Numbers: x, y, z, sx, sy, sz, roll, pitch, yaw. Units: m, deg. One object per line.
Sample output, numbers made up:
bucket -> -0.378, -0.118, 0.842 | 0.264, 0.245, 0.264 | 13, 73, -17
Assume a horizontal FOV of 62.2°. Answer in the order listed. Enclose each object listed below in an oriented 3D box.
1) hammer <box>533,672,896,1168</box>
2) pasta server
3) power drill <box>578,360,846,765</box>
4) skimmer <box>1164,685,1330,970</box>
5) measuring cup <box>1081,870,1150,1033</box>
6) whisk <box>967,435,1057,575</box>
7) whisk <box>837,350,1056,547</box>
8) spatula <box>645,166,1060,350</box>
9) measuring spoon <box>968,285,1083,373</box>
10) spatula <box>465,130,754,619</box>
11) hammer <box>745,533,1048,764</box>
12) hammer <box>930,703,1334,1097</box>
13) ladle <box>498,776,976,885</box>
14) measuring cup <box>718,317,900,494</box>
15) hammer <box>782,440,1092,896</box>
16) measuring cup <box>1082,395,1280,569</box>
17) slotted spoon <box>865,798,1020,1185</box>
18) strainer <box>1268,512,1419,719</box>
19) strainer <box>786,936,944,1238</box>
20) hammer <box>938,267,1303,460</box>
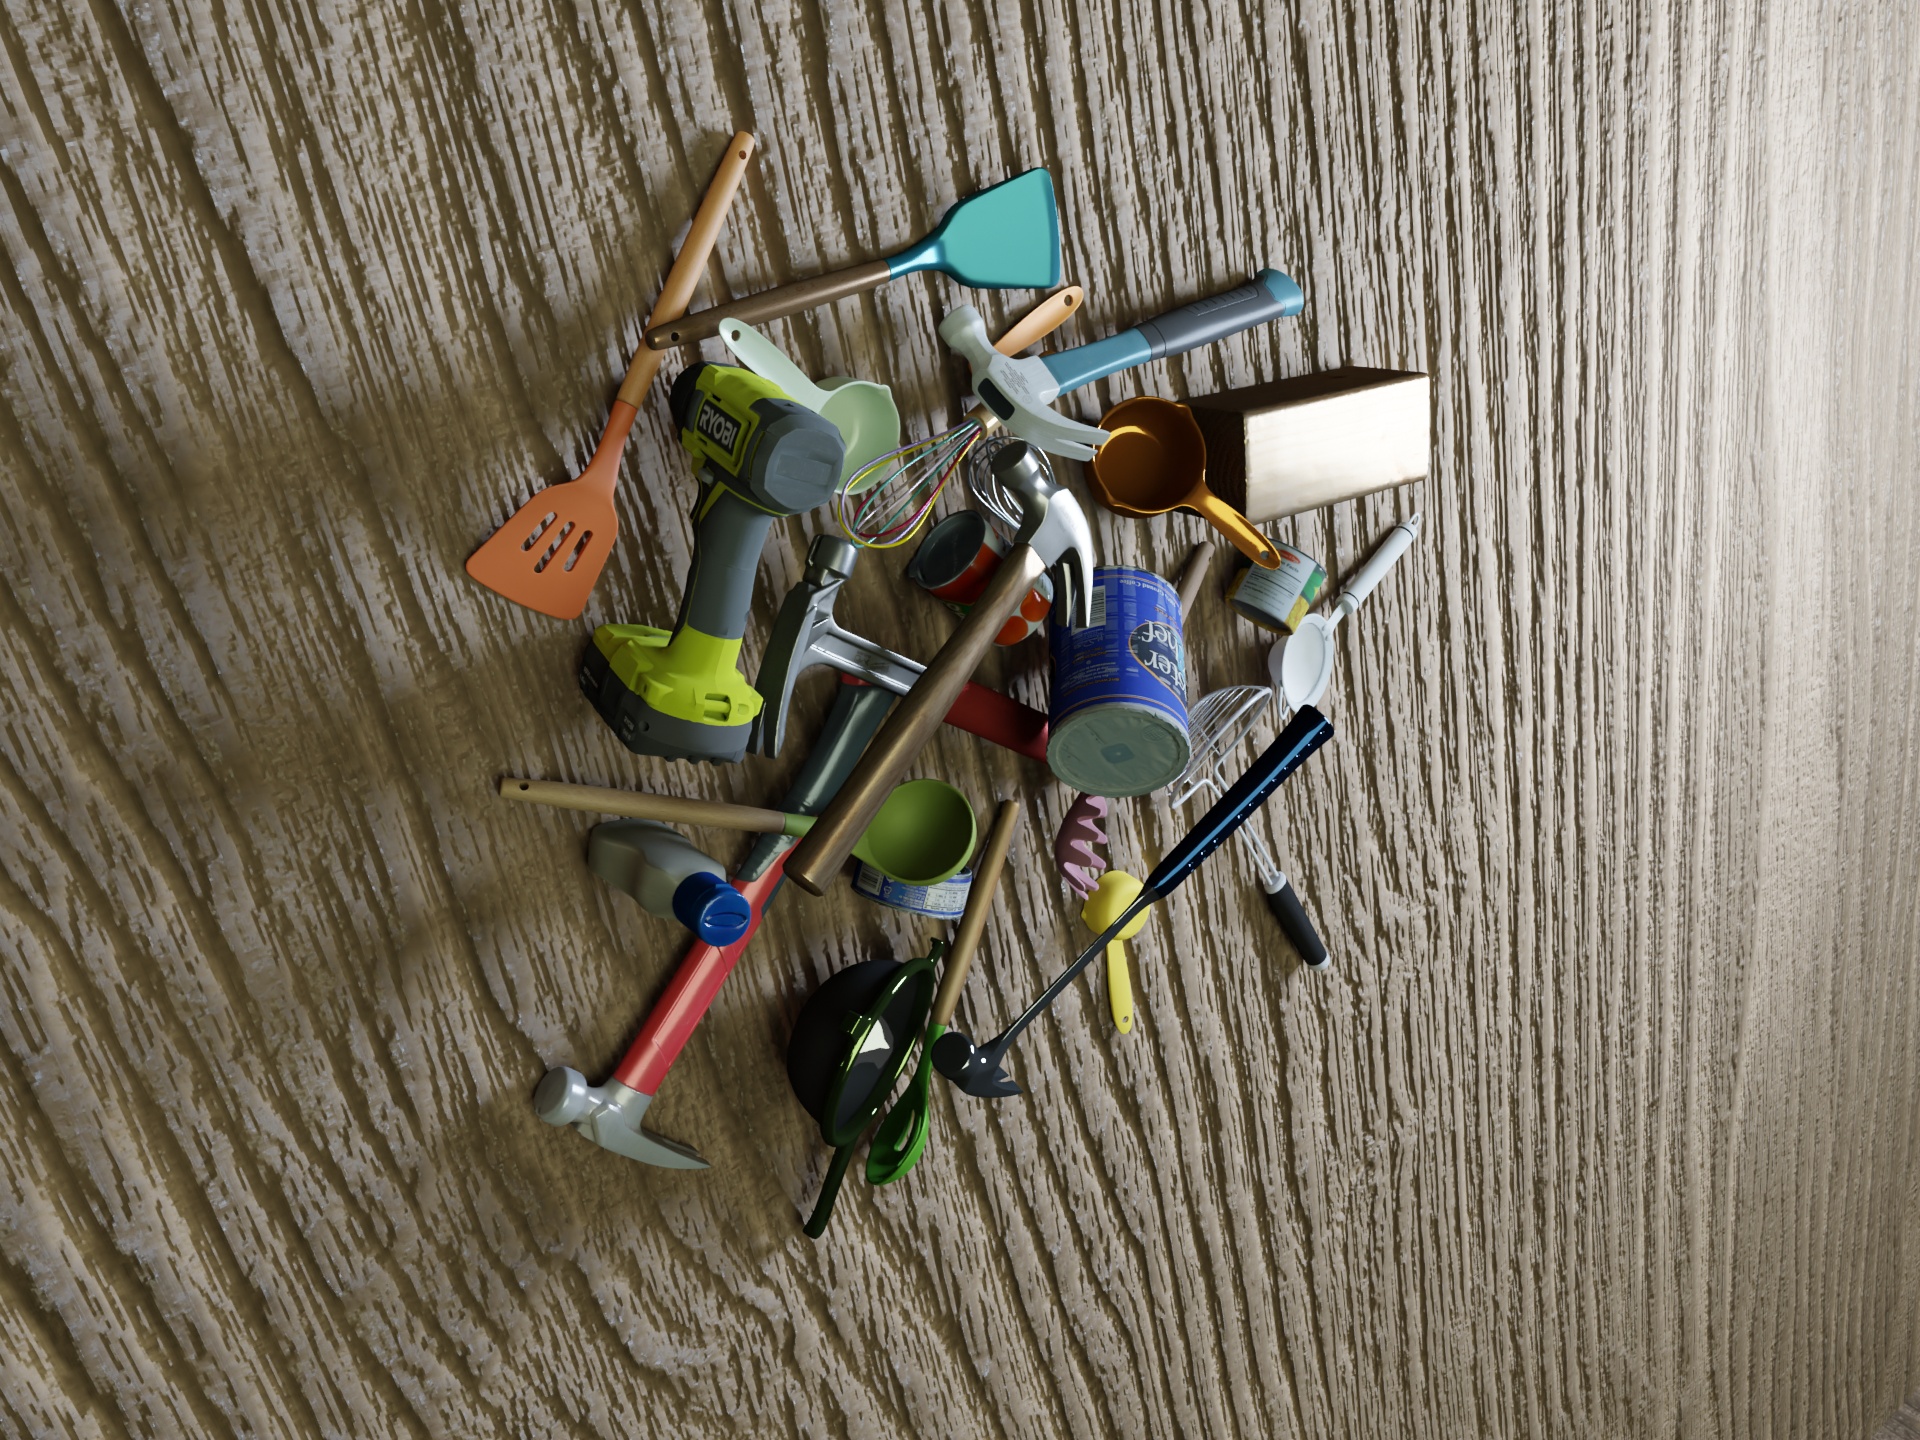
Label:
hammer -> -0.140, 0.132, 1.125 | 0.143, 0.038, 0.386 | 36, 82, -39
pasta server -> 0.142, -0.008, 1.243 | 0.316, 0.040, 0.060 | -63, 160, -20
power drill -> -0.156, -0.101, 0.966 | 0.080, 0.171, 0.223 | 7, 111, -37
skimmer -> 0.271, 0.112, 1.379 | 0.127, 0.090, 0.362 | -45, 125, -16
measuring cup -> 0.140, 0.203, 1.351 | 0.062, 0.029, 0.156 | -20, 113, -29
whisk -> 0.079, -0.122, 1.203 | 0.059, 0.058, 0.246 | -27, 129, 13
whisk -> 0.000, -0.188, 1.095 | 0.245, 0.047, 0.051 | -45, 148, -34
spatula -> -0.063, -0.287, 1.034 | 0.317, 0.044, 0.082 | -28, 123, -33
measuring spoon -> 0.047, -0.282, 1.149 | 0.117, 0.011, 0.021 | -41, 120, -23
spatula -> -0.201, -0.218, 0.983 | 0.081, 0.041, 0.322 | 27, 84, -39
hammer -> -0.002, -0.004, 1.143 | 0.358, 0.037, 0.149 | 23, 82, -47
hammer -> 0.143, 0.143, 1.250 | 0.405, 0.035, 0.144 | -44, 152, -6
ladle -> -0.140, 0.060, 1.053 | 0.320, 0.062, 0.078 | 9, 61, -23
measuring cup -> -0.107, -0.211, 1.030 | 0.167, 0.038, 0.083 | 36, 83, -45
hammer -> -0.012, -0.023, 1.070 | 0.129, 0.031, 0.331 | 47, 68, -35
measuring cup -> 0.168, -0.169, 1.200 | 0.173, 0.052, 0.095 | 39, 83, -7
slotted spoon -> -0.008, 0.212, 1.238 | 0.031, 0.070, 0.314 | 20, 86, -22
strainer -> 0.333, -0.097, 1.392 | 0.258, 0.050, 0.086 | -47, 132, -22
strainer -> -0.098, 0.276, 1.189 | 0.151, 0.069, 0.256 | -33, 145, -61
hammer -> 0.139, -0.280, 1.168 | 0.331, 0.033, 0.128 | -27, 80, -35
